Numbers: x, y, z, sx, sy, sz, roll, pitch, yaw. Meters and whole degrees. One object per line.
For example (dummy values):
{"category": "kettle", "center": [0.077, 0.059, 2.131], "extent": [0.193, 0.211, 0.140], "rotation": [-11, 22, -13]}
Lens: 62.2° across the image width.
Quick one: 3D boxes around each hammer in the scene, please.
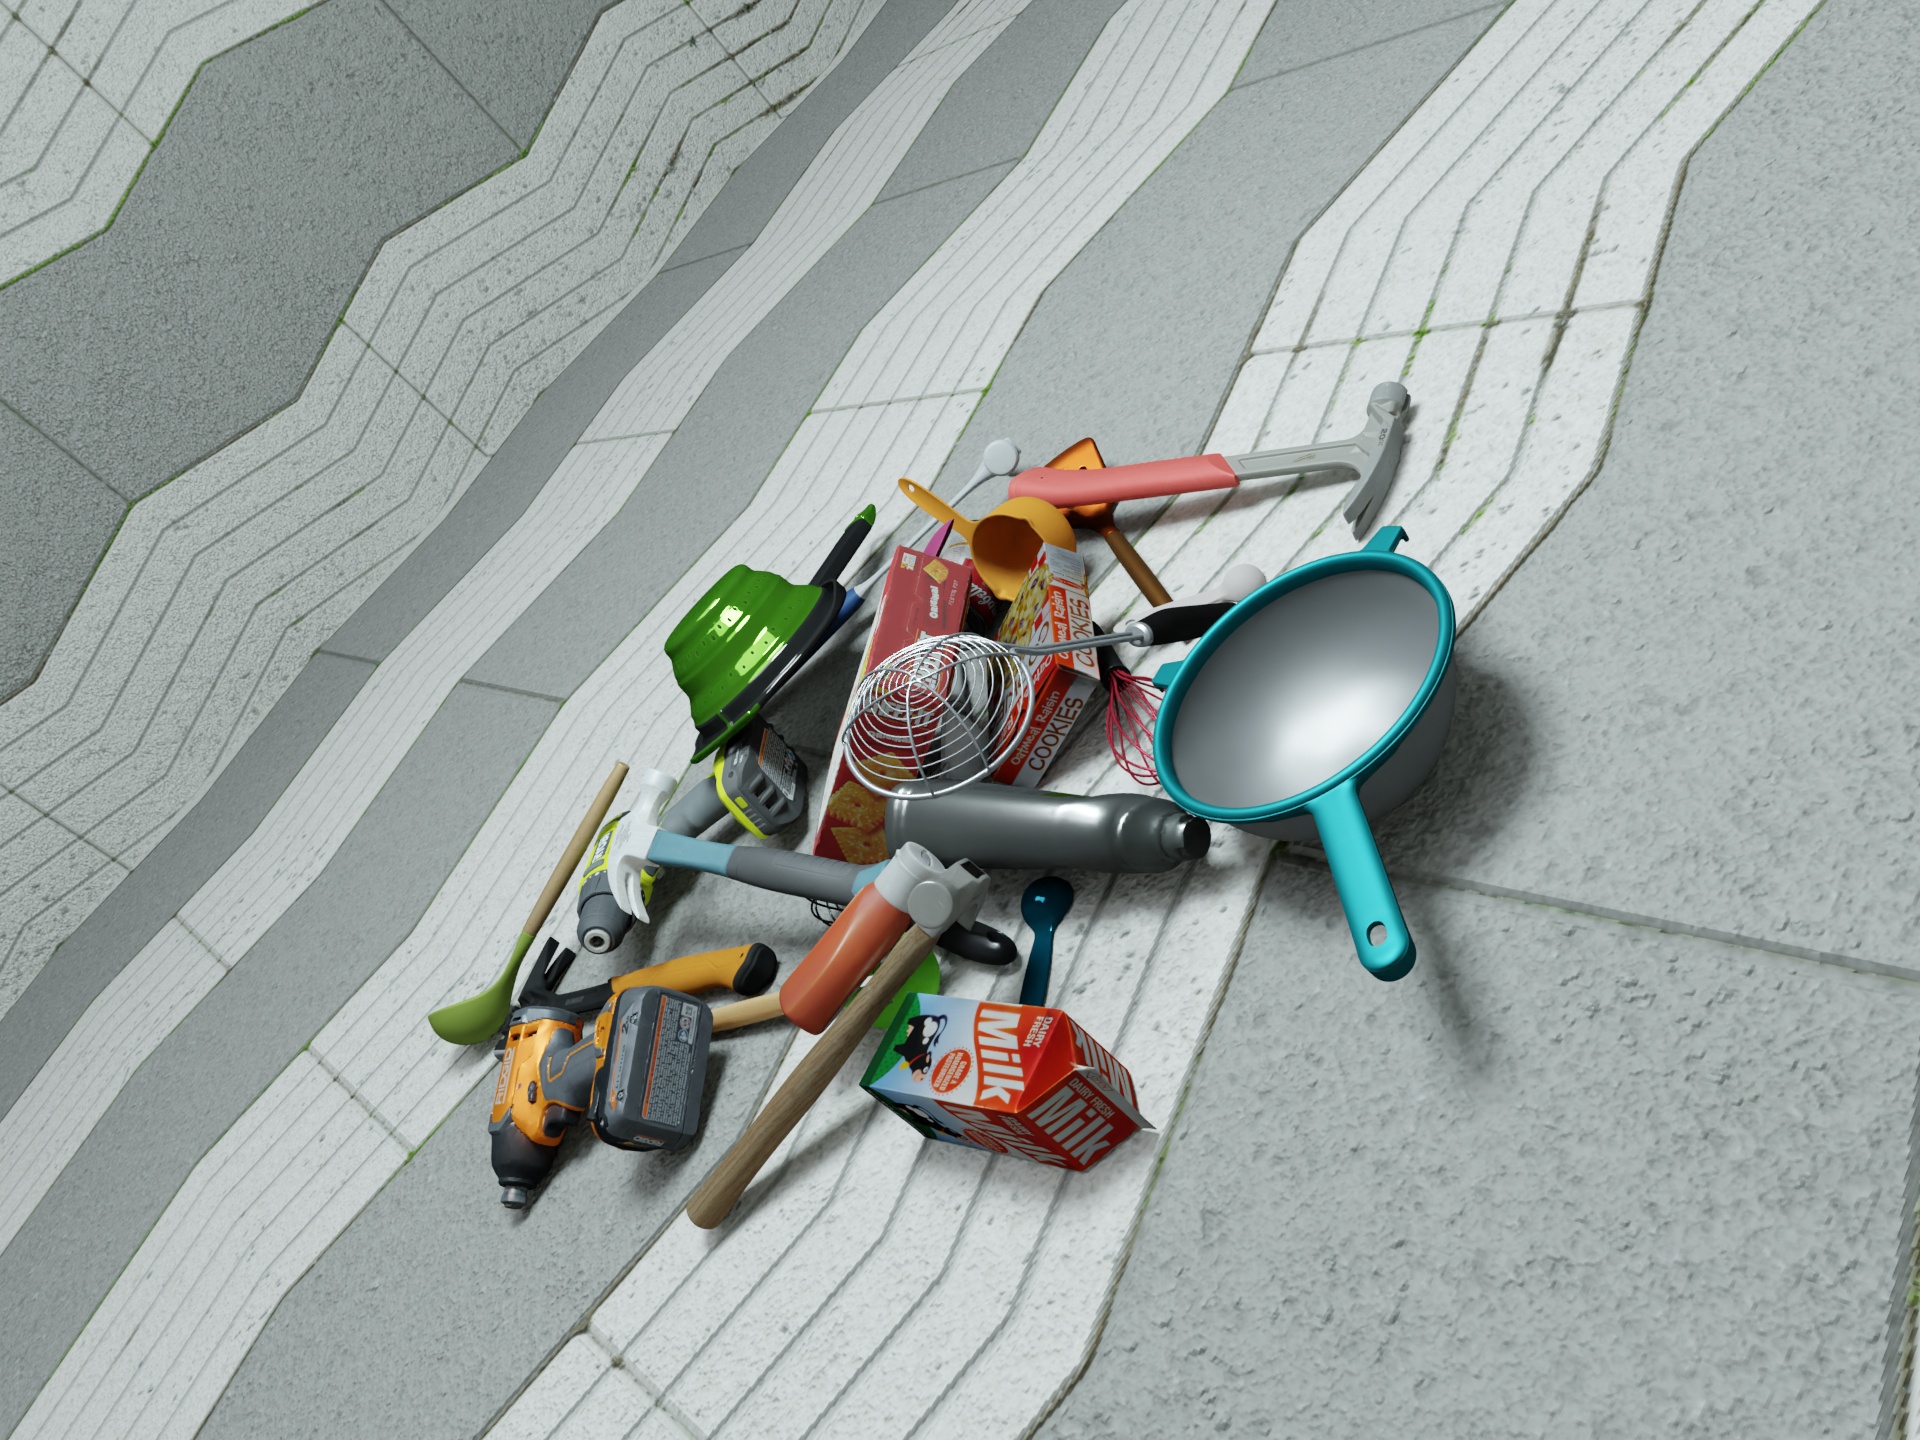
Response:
{"category": "hammer", "center": [-0.086, 0.225, 1.095], "extent": [0.331, 0.031, 0.130], "rotation": [-53, -12, 15]}
{"category": "hammer", "center": [-0.283, 0.229, 1.400], "extent": [0.337, 0.034, 0.127], "rotation": [-17, 41, 38]}
{"category": "hammer", "center": [-0.091, -0.134, 1.587], "extent": [0.405, 0.035, 0.144], "rotation": [-43, 6, 11]}
{"category": "hammer", "center": [-0.170, 0.114, 1.276], "extent": [0.331, 0.033, 0.128], "rotation": [5, 67, 41]}
{"category": "hammer", "center": [0.187, -0.197, 1.318], "extent": [0.359, 0.036, 0.149], "rotation": [-1, 50, 39]}

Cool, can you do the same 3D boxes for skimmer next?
{"category": "skimmer", "center": [0.078, -0.025, 1.093], "extent": [0.127, 0.363, 0.090], "rotation": [28, 118, 39]}

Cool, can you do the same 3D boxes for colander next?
{"category": "colander", "center": [-0.183, -0.126, 1.537], "extent": [0.204, 0.094, 0.397], "rotation": [-36, 18, 38]}

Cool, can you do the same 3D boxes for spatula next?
{"category": "spatula", "center": [0.134, -0.152, 1.364], "extent": [0.081, 0.041, 0.323], "rotation": [-37, 32, 8]}

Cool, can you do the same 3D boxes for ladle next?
{"category": "ladle", "center": [-0.407, 0.173, 1.517], "extent": [0.062, 0.078, 0.320], "rotation": [32, 95, 17]}

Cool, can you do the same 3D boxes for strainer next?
{"category": "strainer", "center": [0.235, 0.041, 0.955], "extent": [0.211, 0.095, 0.341], "rotation": [-33, 34, 22]}
{"category": "strainer", "center": [-0.002, -0.004, 1.336], "extent": [0.050, 0.086, 0.259], "rotation": [-6, 28, 1]}

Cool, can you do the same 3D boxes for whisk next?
{"category": "whisk", "center": [0.123, -0.024, 1.204], "extent": [0.073, 0.073, 0.296], "rotation": [-40, 25, 7]}
{"category": "whisk", "center": [-0.041, 0.149, 1.199], "extent": [0.239, 0.055, 0.055], "rotation": [10, 60, 50]}

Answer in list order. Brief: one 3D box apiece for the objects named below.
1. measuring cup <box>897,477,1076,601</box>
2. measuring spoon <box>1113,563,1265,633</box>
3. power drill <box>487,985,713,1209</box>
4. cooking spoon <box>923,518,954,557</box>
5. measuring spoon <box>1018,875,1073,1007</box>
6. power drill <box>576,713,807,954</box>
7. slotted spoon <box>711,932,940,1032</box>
{"category": "measuring cup", "center": [0.025, -0.176, 1.404], "extent": [0.052, 0.174, 0.095], "rotation": [-41, -21, -41]}
{"category": "measuring spoon", "center": [0.176, -0.095, 1.237], "extent": [0.124, 0.018, 0.034], "rotation": [-20, 39, 11]}
{"category": "power drill", "center": [-0.301, 0.304, 1.279], "extent": [0.226, 0.084, 0.164], "rotation": [-20, 55, 42]}
{"category": "cooking spoon", "center": [-0.033, -0.138, 1.430], "extent": [0.319, 0.017, 0.069], "rotation": [180, 114, -85]}
{"category": "measuring spoon", "center": [0.050, 0.157, 1.101], "extent": [0.042, 0.021, 0.129], "rotation": [-23, 35, 32]}
{"category": "power drill", "center": [-0.254, 0.108, 1.448], "extent": [0.228, 0.080, 0.191], "rotation": [-35, 21, 14]}
{"category": "slotted spoon", "center": [-0.138, 0.221, 1.236], "extent": [0.314, 0.031, 0.070], "rotation": [-21, 69, 40]}
